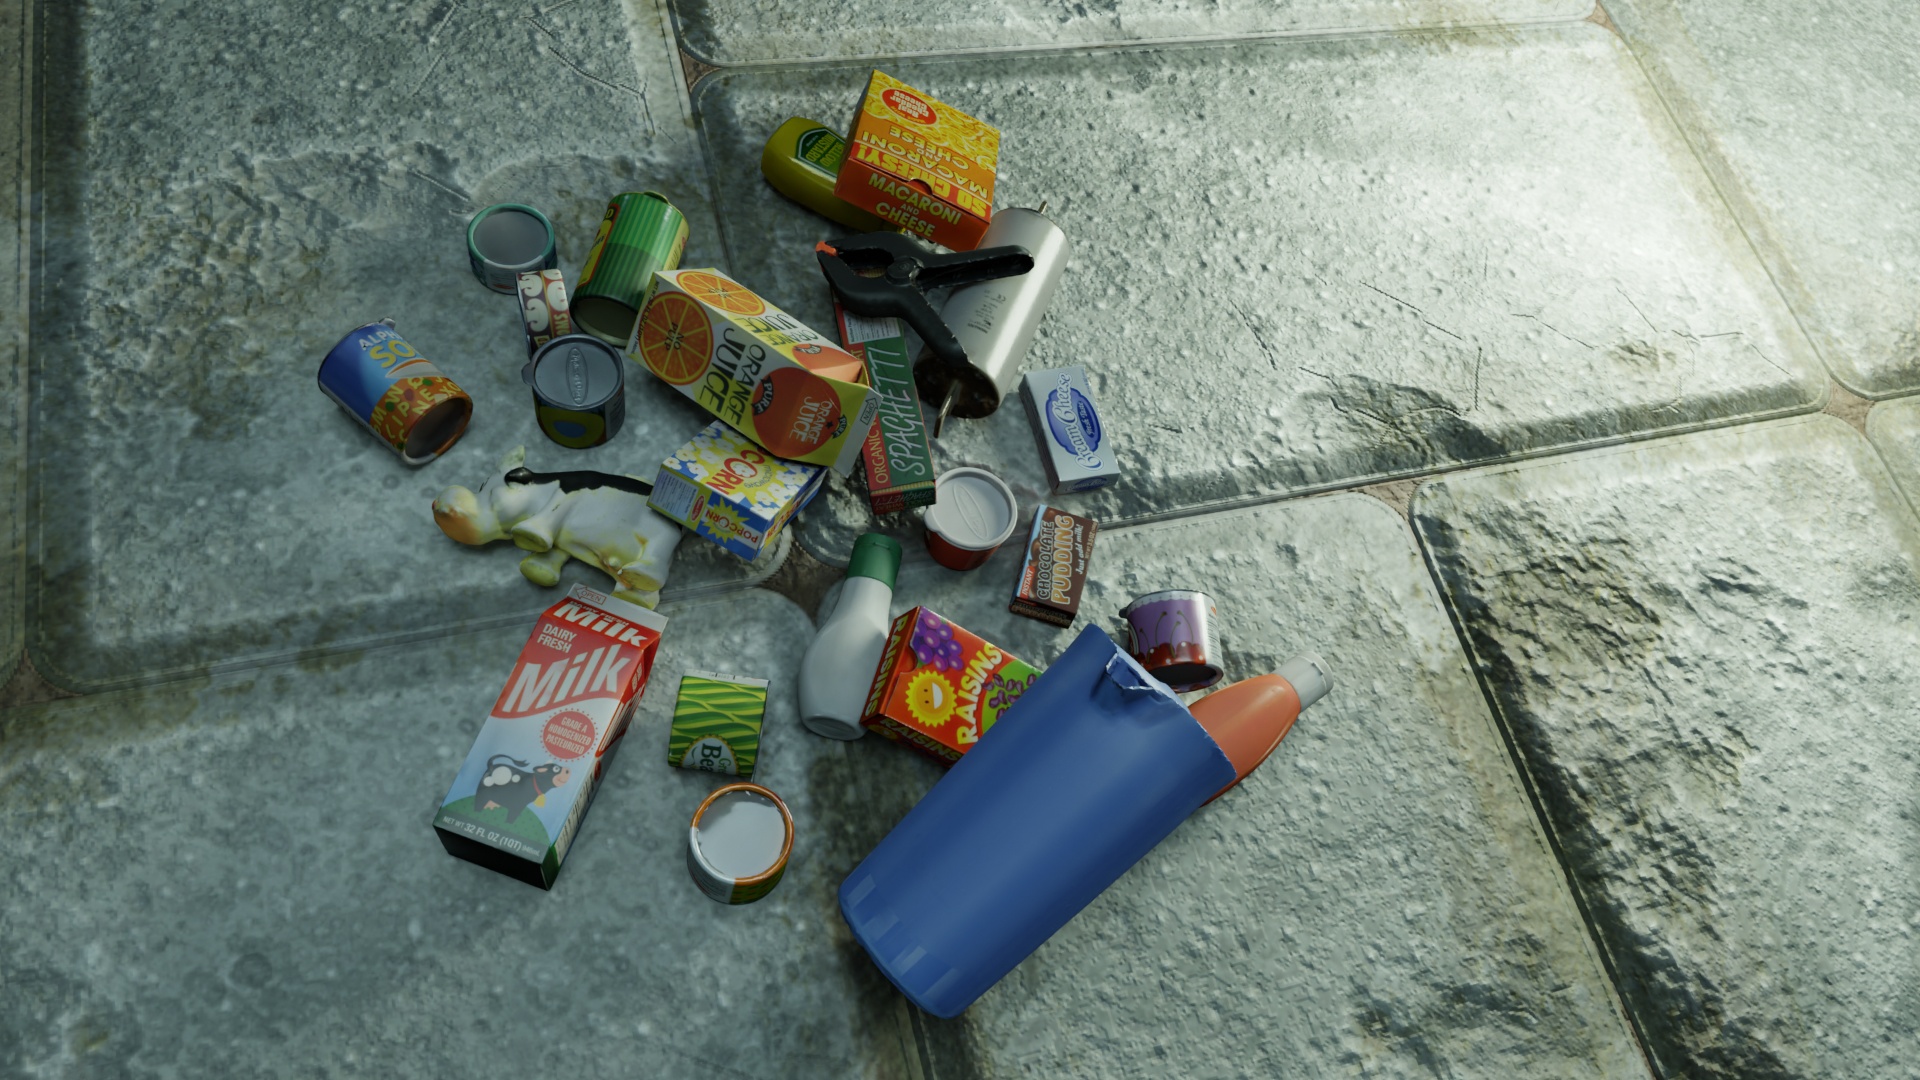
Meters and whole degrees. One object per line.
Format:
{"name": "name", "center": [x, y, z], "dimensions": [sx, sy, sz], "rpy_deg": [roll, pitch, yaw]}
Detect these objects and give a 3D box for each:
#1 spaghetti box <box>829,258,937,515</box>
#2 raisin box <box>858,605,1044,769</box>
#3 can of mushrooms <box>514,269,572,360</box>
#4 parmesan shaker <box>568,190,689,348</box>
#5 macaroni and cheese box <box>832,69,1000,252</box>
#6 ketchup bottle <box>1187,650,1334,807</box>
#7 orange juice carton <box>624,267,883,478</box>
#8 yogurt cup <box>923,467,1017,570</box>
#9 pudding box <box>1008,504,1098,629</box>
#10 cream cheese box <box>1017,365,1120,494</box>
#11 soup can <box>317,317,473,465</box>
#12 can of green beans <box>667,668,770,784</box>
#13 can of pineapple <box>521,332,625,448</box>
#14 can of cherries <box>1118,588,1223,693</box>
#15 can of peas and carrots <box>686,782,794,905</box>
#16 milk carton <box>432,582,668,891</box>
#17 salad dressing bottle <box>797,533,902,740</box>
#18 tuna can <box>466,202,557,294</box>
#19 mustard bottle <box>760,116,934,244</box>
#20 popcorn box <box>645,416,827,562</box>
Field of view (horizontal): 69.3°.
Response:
{"name": "spaghetti box", "center": [-0.062, -0.124, 1.059], "dimensions": [0.050, 0.028, 0.251], "rpy_deg": [-10, 53, -4]}
{"name": "raisin box", "center": [0.001, 0.111, 0.955], "dimensions": [0.123, 0.040, 0.086], "rpy_deg": [30, 59, -19]}
{"name": "can of mushrooms", "center": [-0.311, -0.167, 1.039], "dimensions": [0.033, 0.070, 0.071], "rpy_deg": [-10, 66, -18]}
{"name": "parmesan shaker", "center": [-0.255, -0.210, 1.070], "dimensions": [0.071, 0.071, 0.103], "rpy_deg": [14, 61, -5]}
{"name": "macaroni and cheese box", "center": [-0.033, -0.314, 1.147], "dimensions": [0.124, 0.040, 0.167], "rpy_deg": [22, 39, -14]}
{"name": "ketchup bottle", "center": [0.208, 0.131, 1.010], "dimensions": [0.149, 0.043, 0.065], "rpy_deg": [-29, 73, -24]}
{"name": "orange juice carton", "center": [-0.144, -0.123, 1.018], "dimensions": [0.193, 0.071, 0.073], "rpy_deg": [34, 25, 17]}
{"name": "yogurt cup", "center": [0.004, -0.013, 1.034], "dimensions": [0.072, 0.053, 0.073], "rpy_deg": [5, 62, -10]}
{"name": "pudding box", "center": [0.070, 0.019, 1.045], "dimensions": [0.050, 0.030, 0.084], "rpy_deg": [18, 61, -2]}
{"name": "cream cheese box", "center": [0.086, -0.089, 1.108], "dimensions": [0.053, 0.024, 0.104], "rpy_deg": [-10, 65, -15]}
{"name": "soup can", "center": [-0.399, -0.106, 0.987], "dimensions": [0.084, 0.071, 0.071], "rpy_deg": [39, 62, 8]}
{"name": "can of green beans", "center": [-0.160, 0.121, 0.922], "dimensions": [0.058, 0.071, 0.071], "rpy_deg": [9, 62, -7]}
{"name": "can of pineapple", "center": [-0.282, -0.110, 1.020], "dimensions": [0.071, 0.057, 0.071], "rpy_deg": [5, 62, -10]}
{"name": "can of cherries", "center": [0.154, 0.075, 1.016], "dimensions": [0.071, 0.071, 0.058], "rpy_deg": [2, 64, -11]}
{"name": "can of peas and carrots", "center": [-0.140, 0.193, 0.893], "dimensions": [0.071, 0.058, 0.071], "rpy_deg": [5, 63, -10]}
{"name": "milk carton", "center": [-0.259, 0.118, 0.898], "dimensions": [0.072, 0.073, 0.191], "rpy_deg": [21, 60, -1]}
{"name": "salad dressing bottle", "center": [-0.073, 0.066, 0.983], "dimensions": [0.064, 0.043, 0.148], "rpy_deg": [17, 60, -7]}
{"name": "tuna can", "center": [-0.349, -0.230, 1.082], "dimensions": [0.071, 0.032, 0.071], "rpy_deg": [5, 63, -10]}
{"name": "mustard bottle", "center": [-0.087, -0.294, 1.164], "dimensions": [0.160, 0.048, 0.065], "rpy_deg": [30, 58, 4]}
{"name": "popcorn box", "center": [-0.155, -0.043, 0.991], "dimensions": [0.085, 0.038, 0.127], "rpy_deg": [28, 28, 2]}
